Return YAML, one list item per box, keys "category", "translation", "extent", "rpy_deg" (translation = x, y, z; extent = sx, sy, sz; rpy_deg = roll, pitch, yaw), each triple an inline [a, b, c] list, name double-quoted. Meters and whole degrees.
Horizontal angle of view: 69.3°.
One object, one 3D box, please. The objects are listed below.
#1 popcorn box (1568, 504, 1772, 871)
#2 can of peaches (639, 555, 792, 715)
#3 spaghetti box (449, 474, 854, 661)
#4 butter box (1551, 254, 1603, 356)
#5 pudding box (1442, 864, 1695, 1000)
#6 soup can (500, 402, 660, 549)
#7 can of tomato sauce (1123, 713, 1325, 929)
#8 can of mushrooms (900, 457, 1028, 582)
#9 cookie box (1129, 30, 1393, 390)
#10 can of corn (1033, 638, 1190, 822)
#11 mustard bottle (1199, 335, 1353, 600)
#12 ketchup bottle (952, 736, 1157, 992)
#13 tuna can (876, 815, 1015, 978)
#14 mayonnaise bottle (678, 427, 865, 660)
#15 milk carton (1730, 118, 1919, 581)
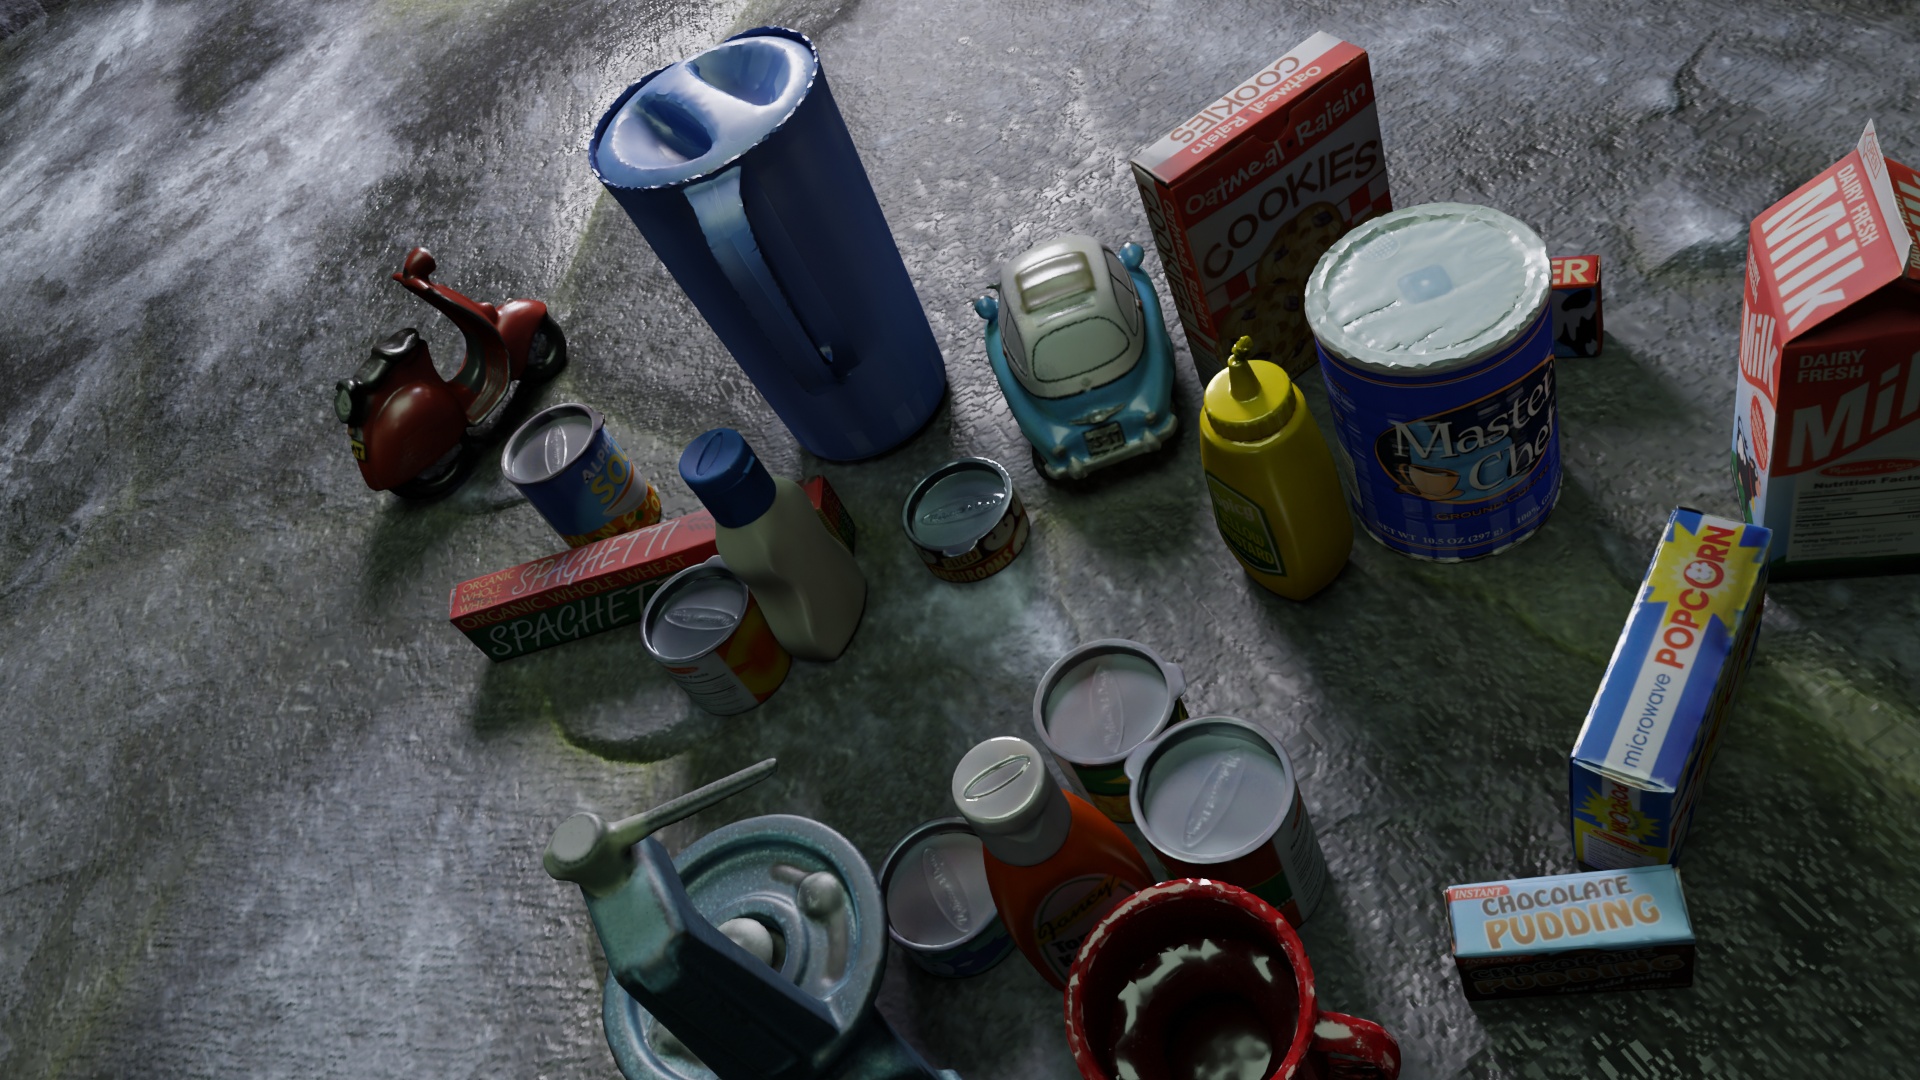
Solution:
- category: "popcorn box"
  translation: [0.281, 0.062, 0.550]
  extent: [0.038, 0.085, 0.127]
  rpy_deg: [17, 61, 35]
- category: "can of peaches"
  translation: [-0.133, 0.053, 0.772]
  extent: [0.071, 0.057, 0.071]
  rpy_deg: [-13, 48, 15]
- category: "spaghetti box"
  translation: [-0.187, 0.019, 0.831]
  extent: [0.250, 0.050, 0.029]
  rpy_deg: [-16, 47, 12]
- category: "butter box"
  translation: [0.279, -0.121, 0.727]
  extent: [0.103, 0.053, 0.024]
  rpy_deg: [2, 54, 27]
- category: "pudding box"
  translation: [0.230, 0.149, 0.525]
  extent: [0.083, 0.049, 0.030]
  rpy_deg: [-10, 49, 18]
- category: "soup can"
  translation: [-0.235, -0.036, 0.878]
  extent: [0.071, 0.083, 0.072]
  rpy_deg: [-13, 48, 15]
- category: "can of tomato sauce"
  translation: [0.111, 0.122, 0.581]
  extent: [0.071, 0.082, 0.071]
  rpy_deg: [-13, 48, 15]
- category: "can of mushrooms"
  translation: [0.003, -0.010, 0.778]
  extent: [0.071, 0.033, 0.071]
  rpy_deg: [-13, 48, 15]
- category: "cookie box"
  translation: [0.169, -0.163, 0.736]
  extent: [0.123, 0.166, 0.040]
  rpy_deg: [-36, 46, -6]
- category: "can of corn"
  translation: [0.076, 0.088, 0.643]
  extent: [0.071, 0.058, 0.071]
  rpy_deg: [-13, 48, 15]
- category: "mustard bottle"
  translation: [0.141, -0.037, 0.647]
  extent: [0.049, 0.159, 0.065]
  rpy_deg: [-41, 47, -11]
- category: "ketchup bottle"
  translation: [0.038, 0.131, 0.562]
  extent: [0.065, 0.148, 0.044]
  rpy_deg: [-31, 46, -1]
- category: "tuna can"
  translation: [-0.001, 0.161, 0.635]
  extent: [0.071, 0.032, 0.071]
  rpy_deg: [-13, 48, 15]
- category: "mayonnaise bottle"
  translation: [-0.098, 0.001, 0.737]
  extent: [0.041, 0.147, 0.065]
  rpy_deg: [0, 53, 26]
- category: "milk carton"
  translation: [0.356, -0.069, 0.552]
  extent: [0.073, 0.189, 0.073]
  rpy_deg: [-5, 51, 22]
